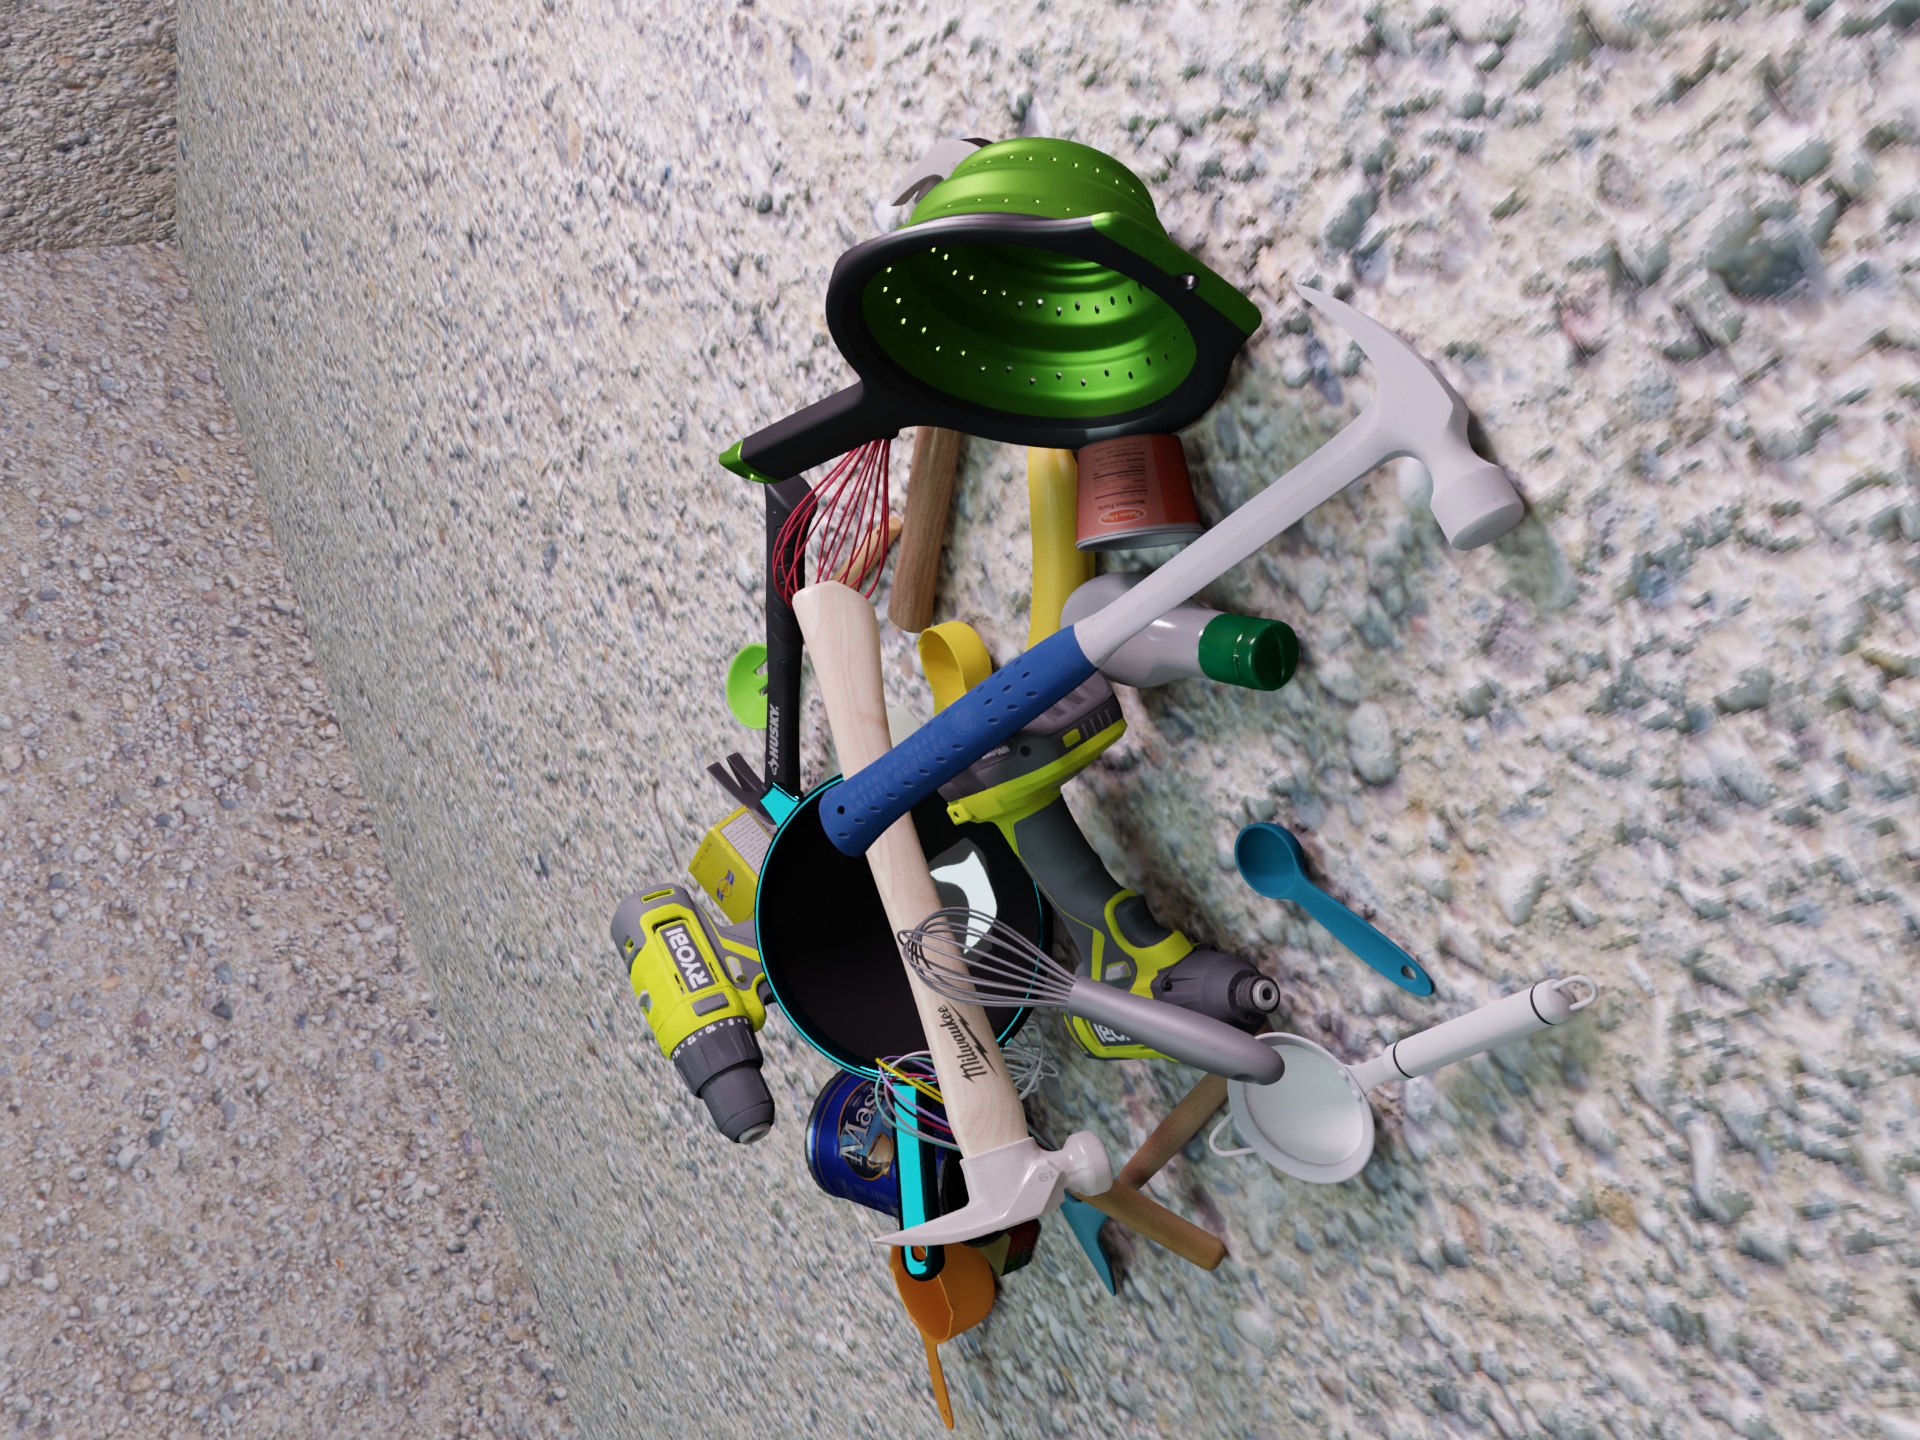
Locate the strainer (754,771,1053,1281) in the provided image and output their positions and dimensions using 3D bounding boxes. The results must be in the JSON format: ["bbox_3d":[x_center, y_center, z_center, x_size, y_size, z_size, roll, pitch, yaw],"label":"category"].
[{"bbox_3d":[-0.022,0.195,1.074,0.211,0.095,0.340,-4,90,21],"label":"strainer"}]

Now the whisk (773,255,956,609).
[{"bbox_3d":[-0.057,-0.170,1.007,0.073,0.073,0.295,55,138,28],"label":"whisk"}]

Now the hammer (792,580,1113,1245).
[{"bbox_3d":[-0.040,0.108,0.975,0.038,0.146,0.411,124,129,-67],"label":"hammer"}]

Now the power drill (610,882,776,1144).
[{"bbox_3d":[-0.116,0.187,1.146,0.191,0.228,0.080,58,145,25],"label":"power drill"}]

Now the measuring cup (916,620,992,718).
[{"bbox_3d":[-0.002,-0.003,1.089,0.062,0.029,0.156,48,151,37],"label":"measuring cup"}]

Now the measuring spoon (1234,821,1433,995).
[{"bbox_3d":[0.196,0.096,0.823,0.129,0.021,0.042,41,135,30],"label":"measuring spoon"}]

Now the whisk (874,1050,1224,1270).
[{"bbox_3d":[0.053,0.273,0.980,0.245,0.051,0.047,29,143,2],"label":"whisk"}]

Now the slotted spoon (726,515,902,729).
[{"bbox_3d":[-0.114,-0.075,1.225,0.313,0.031,0.070,-42,70,54],"label":"slotted spoon"}]

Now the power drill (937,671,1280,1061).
[{"bbox_3d":[0.083,0.091,0.913,0.223,0.080,0.171,60,149,-3],"label":"power drill"}]

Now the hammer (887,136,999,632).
[{"bbox_3d":[-0.012,-0.200,1.003,0.130,0.031,0.331,46,139,37],"label":"hammer"}]

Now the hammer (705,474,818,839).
[{"bbox_3d":[-0.140,-0.041,1.226,0.146,0.035,0.334,32,134,32],"label":"hammer"}]

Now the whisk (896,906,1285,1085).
[{"bbox_3d":[0.066,0.155,0.879,0.239,0.055,0.055,16,119,29],"label":"whisk"}]

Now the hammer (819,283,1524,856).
[{"bbox_3d":[0.070,-0.048,0.794,0.405,0.035,0.144,-36,68,32],"label":"hammer"}]

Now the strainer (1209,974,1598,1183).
[{"bbox_3d":[0.218,0.173,0.795,0.087,0.050,0.258,57,140,8],"label":"strainer"}]

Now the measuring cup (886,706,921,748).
[{"bbox_3d":[-0.040,0.073,1.158,0.083,0.038,0.168,-31,74,58],"label":"measuring cup"}]

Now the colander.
[{"bbox_3d":[-0.012,-0.216,0.870,0.397,0.204,0.094,-11,63,50],"label":"colander"}]

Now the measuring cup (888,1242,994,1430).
[{"bbox_3d":[-0.005,0.482,1.273,0.095,0.052,0.173,10,114,56],"label":"measuring cup"}]

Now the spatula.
[{"bbox_3d":[0.124,0.274,1.005,0.082,0.044,0.317,57,140,27],"label":"spatula"}]

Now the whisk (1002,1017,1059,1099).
[{"bbox_3d":[-0.001,0.244,1.175,0.246,0.057,0.059,-14,57,62],"label":"whisk"}]
